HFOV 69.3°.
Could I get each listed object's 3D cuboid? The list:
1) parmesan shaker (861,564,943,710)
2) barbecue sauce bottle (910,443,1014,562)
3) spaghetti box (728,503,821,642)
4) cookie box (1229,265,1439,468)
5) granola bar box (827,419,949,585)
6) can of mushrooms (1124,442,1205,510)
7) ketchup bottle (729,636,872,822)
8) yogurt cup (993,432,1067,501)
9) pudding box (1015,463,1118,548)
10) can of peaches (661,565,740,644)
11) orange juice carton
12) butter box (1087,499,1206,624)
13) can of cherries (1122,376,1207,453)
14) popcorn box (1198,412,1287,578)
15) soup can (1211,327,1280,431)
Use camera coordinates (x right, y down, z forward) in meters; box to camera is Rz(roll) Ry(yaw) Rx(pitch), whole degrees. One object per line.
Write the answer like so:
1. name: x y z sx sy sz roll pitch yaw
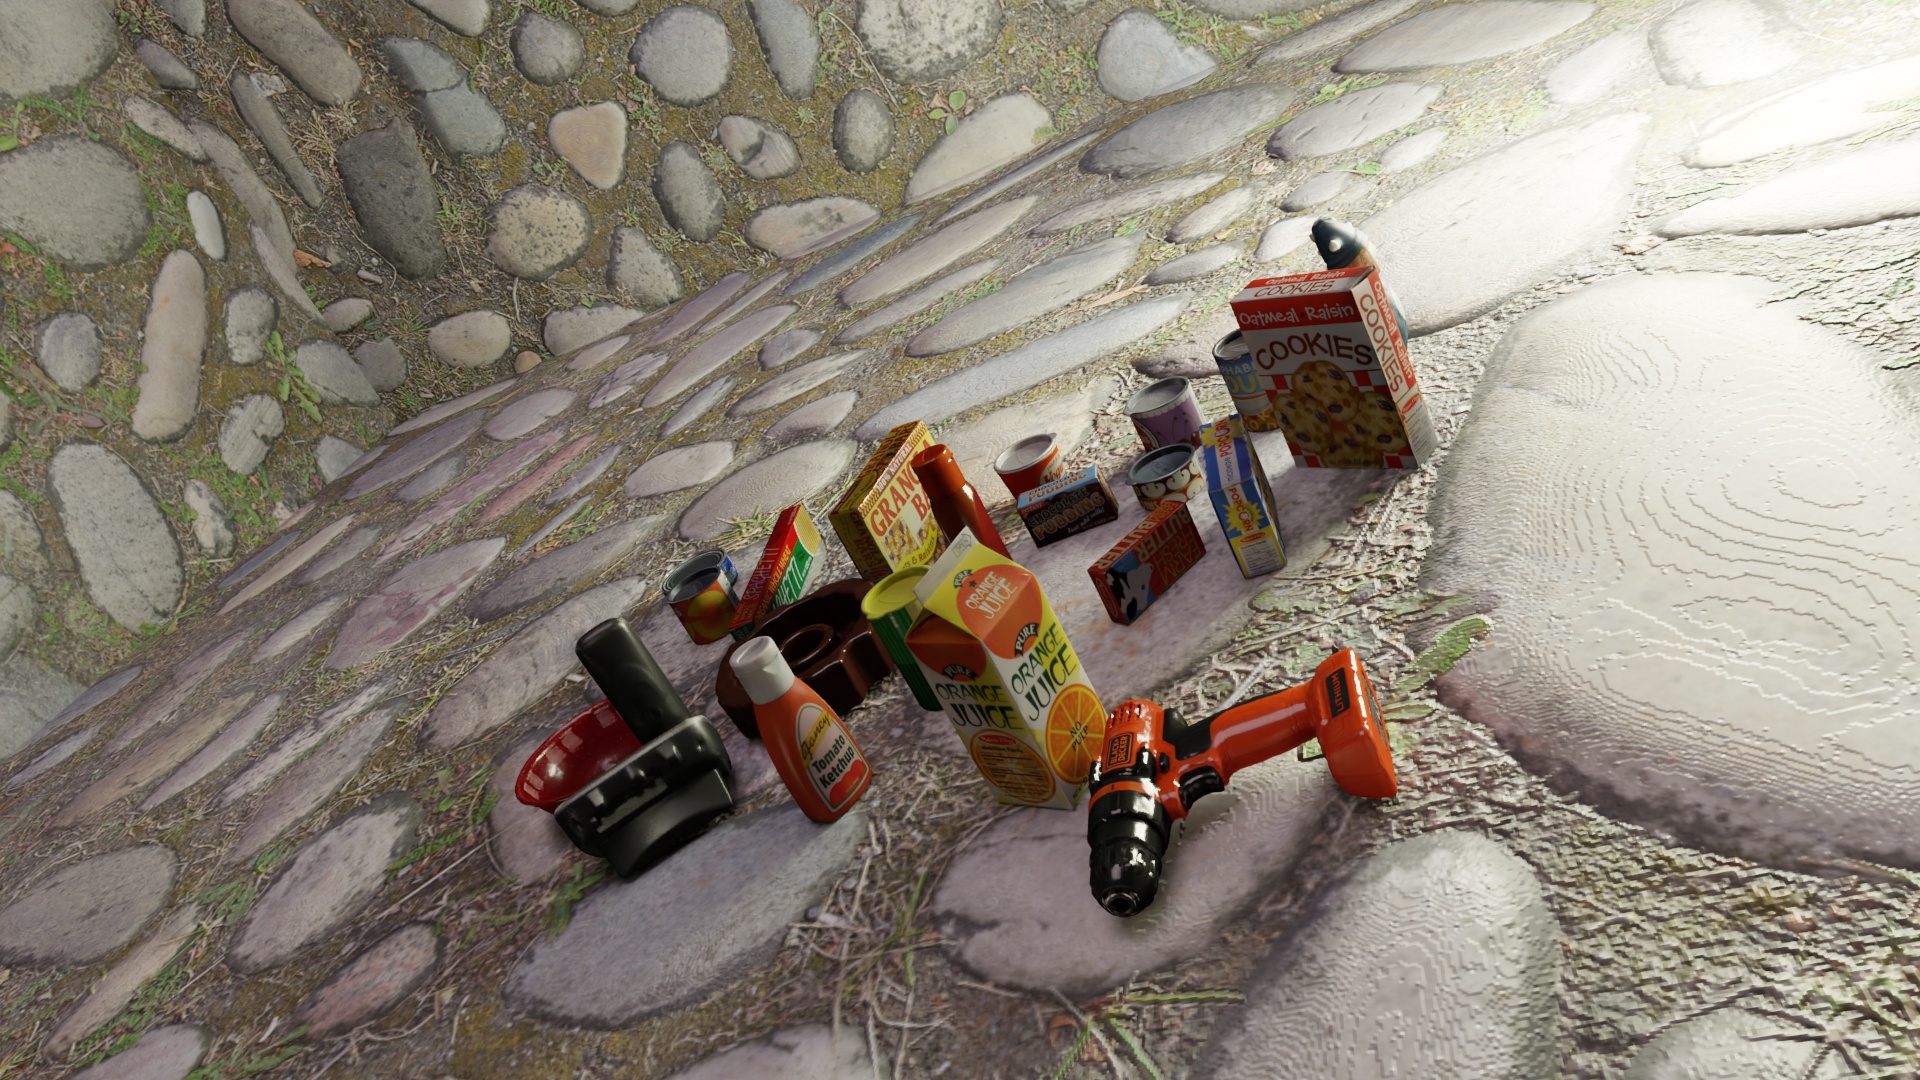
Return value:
1. parmesan shaker: -0.030 0.082 1.133 0.071 0.102 0.071 -23 24 11
2. barbecue sauce bottle: 0.004 -0.016 1.237 0.043 0.148 0.065 -22 24 14
3. spaghetti box: -0.191 0.042 1.455 0.028 0.050 0.251 -21 24 17
4. cookie box: 0.306 -0.139 1.139 0.040 0.167 0.123 -42 27 -29
5. granola bar box: -0.054 -0.022 1.344 0.039 0.124 0.166 -14 27 30
6. can of mushrooms: 0.186 -0.057 1.269 0.071 0.033 0.071 -23 24 11
7. ketchup bottle: -0.125 0.141 1.058 0.043 0.148 0.065 -5 33 43
8. yogurt cup: 0.074 -0.066 1.384 0.072 0.053 0.073 -23 24 11
9. pudding box: 0.099 -0.032 1.292 0.083 0.049 0.030 -21 24 16
10. can of peaches: -0.271 0.070 1.474 0.071 0.058 0.071 -23 24 11
11. orange juice carton: 0.028 0.088 0.946 0.073 0.192 0.072 -5 33 43
12. butter box: 0.153 0.017 1.131 0.104 0.053 0.024 -40 26 -25
13. can of cherries: 0.199 -0.117 1.346 0.071 0.058 0.072 -23 24 11
14. popcorn box: 0.227 -0.038 1.122 0.038 0.085 0.127 -21 24 17
15. soup can: 0.279 -0.152 1.298 0.071 0.083 0.071 -23 24 11
